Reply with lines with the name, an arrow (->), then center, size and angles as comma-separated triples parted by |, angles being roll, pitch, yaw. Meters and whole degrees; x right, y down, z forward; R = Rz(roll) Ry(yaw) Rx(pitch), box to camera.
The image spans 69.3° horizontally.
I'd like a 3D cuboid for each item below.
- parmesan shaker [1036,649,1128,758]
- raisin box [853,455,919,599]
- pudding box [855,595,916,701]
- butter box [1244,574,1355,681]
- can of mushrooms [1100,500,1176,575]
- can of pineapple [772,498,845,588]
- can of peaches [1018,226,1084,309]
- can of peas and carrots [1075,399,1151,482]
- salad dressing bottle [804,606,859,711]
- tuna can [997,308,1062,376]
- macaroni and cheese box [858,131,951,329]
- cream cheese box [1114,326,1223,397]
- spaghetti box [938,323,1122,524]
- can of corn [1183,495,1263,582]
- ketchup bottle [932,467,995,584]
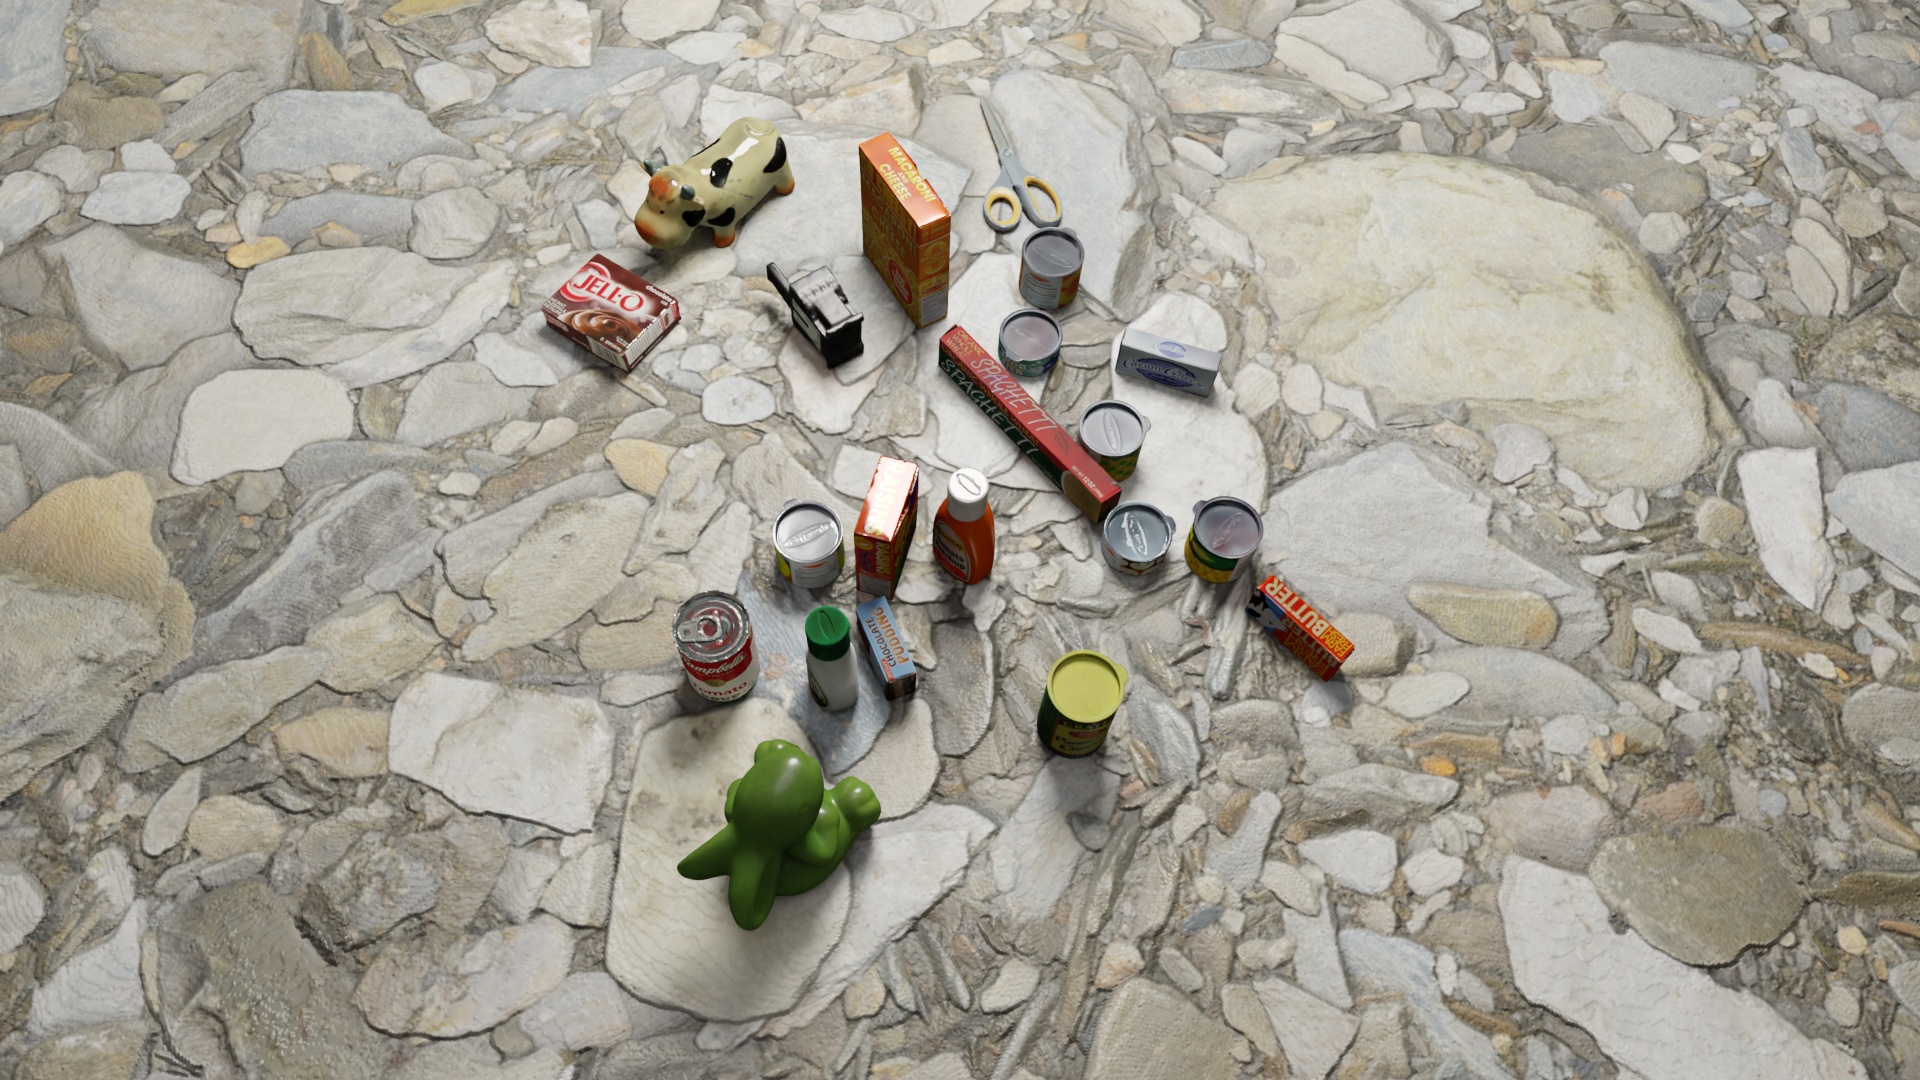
parmesan shaker -> 0.107, 0.145, 1.223 | 0.071, 0.102, 0.071 | 1, 63, -2
raisin box -> -0.068, -0.010, 1.285 | 0.040, 0.122, 0.086 | 15, 63, 5
pudding box -> -0.069, 0.098, 1.269 | 0.030, 0.049, 0.084 | -19, 65, -12
butter box -> 0.316, 0.082, 1.294 | 0.024, 0.053, 0.103 | -40, 71, -20
can of mushrooms -> 0.172, -0.002, 1.342 | 0.071, 0.033, 0.071 | 1, 62, -2
can of pineapple -> -0.143, 0.003, 1.311 | 0.071, 0.057, 0.071 | 1, 63, -2
can of peaches -> 0.097, -0.290, 1.476 | 0.071, 0.057, 0.071 | 1, 63, -2
can of peas and carrots -> 0.149, -0.098, 1.377 | 0.071, 0.058, 0.071 | 1, 63, -2
salad dressing bottle -> -0.113, 0.102, 1.210 | 0.044, 0.147, 0.064 | -18, 65, -11
tuna can -> 0.071, -0.204, 1.443 | 0.071, 0.032, 0.071 | 1, 62, -2
macaroni and cheese box -> -0.057, -0.315, 1.420 | 0.040, 0.165, 0.124 | -27, 67, -15
cream cheese box -> 0.213, -0.182, 1.427 | 0.104, 0.053, 0.024 | 17, 63, 6
spaghetti box -> 0.065, -0.118, 1.388 | 0.029, 0.050, 0.250 | -36, 69, -19
can of corn -> 0.249, -0.002, 1.332 | 0.071, 0.058, 0.071 | 1, 63, -2
ketchup bottle -> 0.005, -0.016, 1.277 | 0.044, 0.148, 0.065 | -40, 71, -20
